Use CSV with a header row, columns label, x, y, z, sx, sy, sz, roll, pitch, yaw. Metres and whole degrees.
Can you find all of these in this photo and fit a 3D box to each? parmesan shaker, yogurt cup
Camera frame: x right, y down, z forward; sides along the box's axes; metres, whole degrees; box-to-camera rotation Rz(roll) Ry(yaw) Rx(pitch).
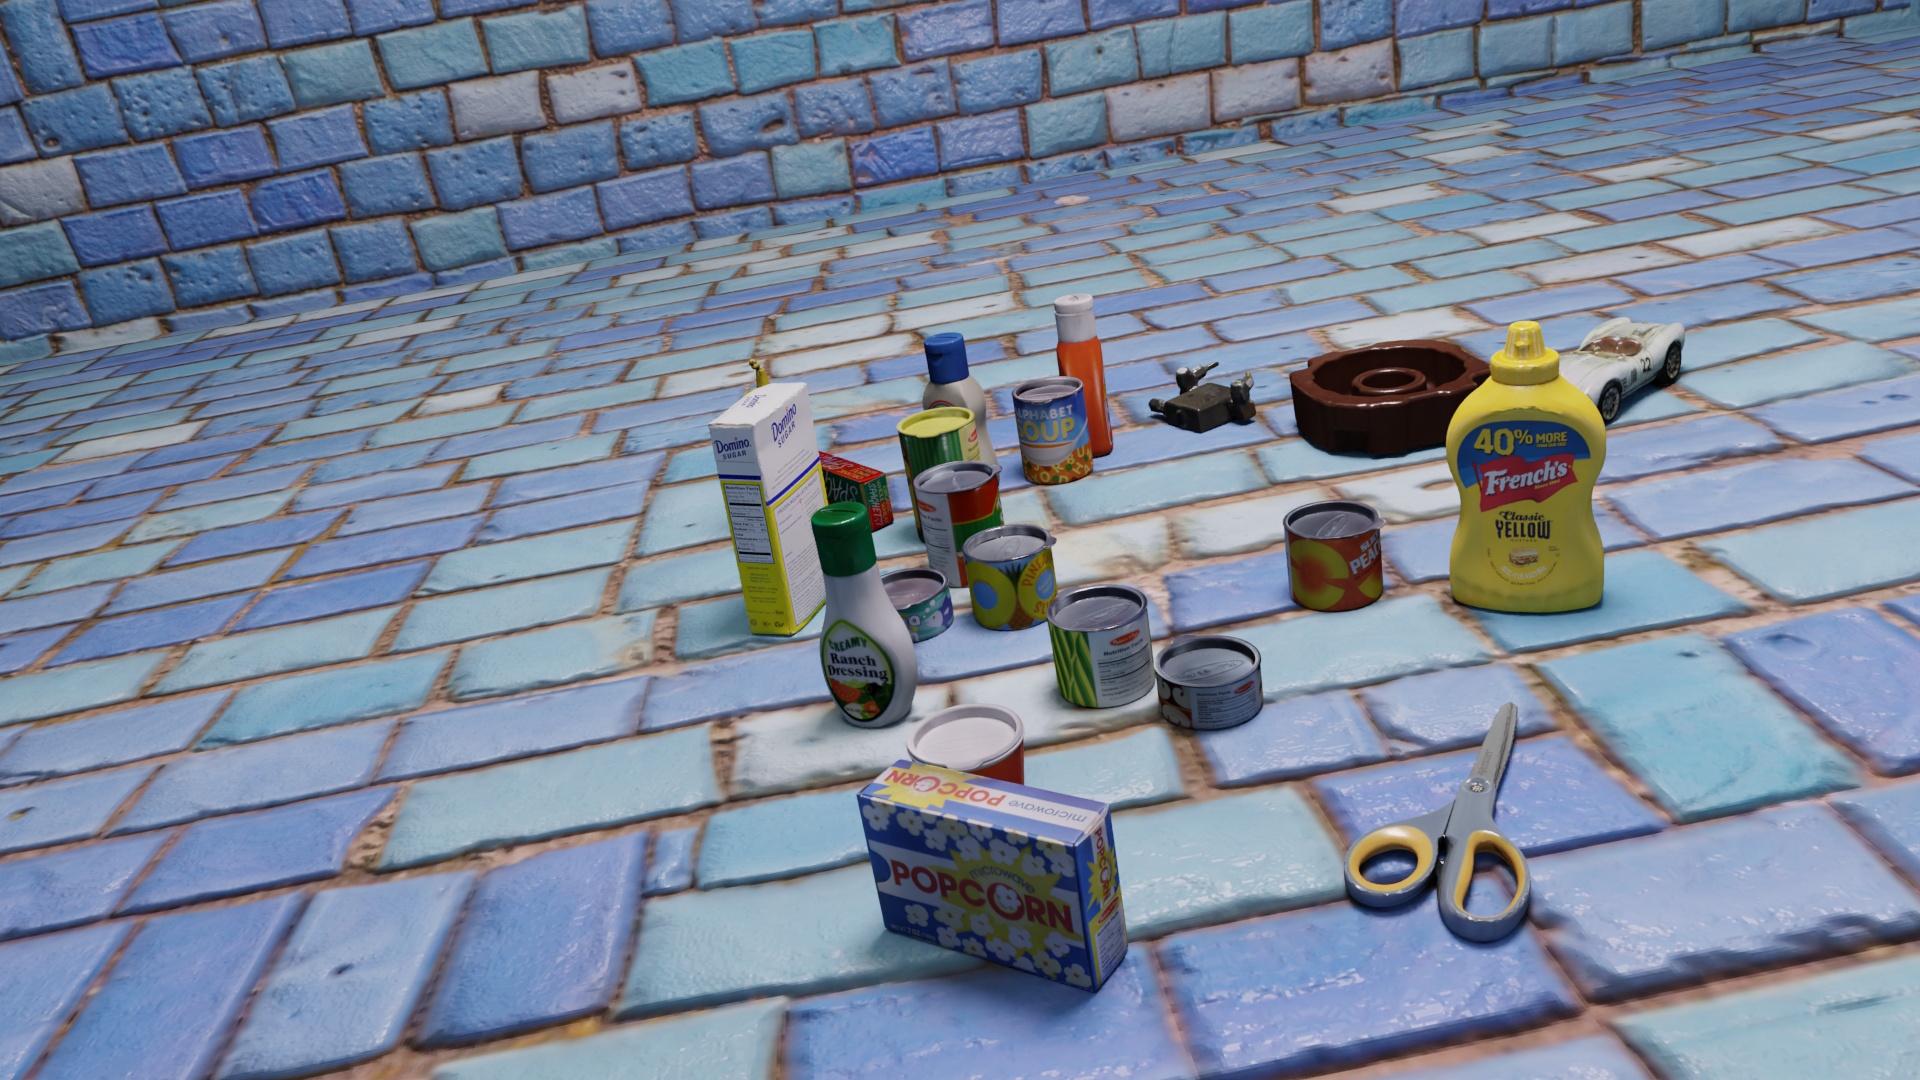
label,x,y,z,sx,sy,sz,roll,pitch,yaw
parmesan shaker,-0.014,-0.053,1.180,0.071,0.102,0.071,-8,23,4
yogurt cup,0.006,0.133,0.799,0.072,0.053,0.073,-8,23,4

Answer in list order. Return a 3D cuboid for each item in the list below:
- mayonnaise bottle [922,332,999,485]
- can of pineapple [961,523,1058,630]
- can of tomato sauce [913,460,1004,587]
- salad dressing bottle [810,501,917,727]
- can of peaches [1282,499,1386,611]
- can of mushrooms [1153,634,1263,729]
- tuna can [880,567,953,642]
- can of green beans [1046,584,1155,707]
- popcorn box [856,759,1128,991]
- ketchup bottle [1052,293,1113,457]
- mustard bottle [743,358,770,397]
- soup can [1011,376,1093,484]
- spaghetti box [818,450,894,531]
label,x,y,z,sx,sy,sz,roll,pitch,yaw
mayonnaise bottle,-0.005,-0.113,1.258,0.065,0.147,0.041,5,27,33
can of pineapple,0.039,0.027,1.029,0.071,0.057,0.071,-8,23,4
can of tomato sauce,0.004,-0.014,1.106,0.071,0.082,0.071,-8,23,4
salad dressing bottle,-0.066,0.048,0.905,0.064,0.147,0.044,2,25,26
can of peaches,0.265,0.011,0.977,0.071,0.057,0.071,-8,23,4
can of mushrooms,0.155,0.087,0.872,0.071,0.033,0.071,-8,23,4
tuna can,-0.039,0.050,1.039,0.071,0.032,0.071,-8,23,4
can of green beans,0.093,0.069,0.910,0.071,0.057,0.071,-8,23,4
popcorn box,0.016,0.162,0.685,0.126,0.085,0.038,6,27,33
ketchup bottle,0.115,-0.156,1.312,0.043,0.148,0.065,-9,22,1
mustard bottle,-0.164,-0.087,1.247,0.049,0.159,0.065,-28,29,-37
soup can,0.084,-0.100,1.275,0.071,0.083,0.071,-8,23,4
spaghetti box,-0.145,-0.061,1.318,0.029,0.050,0.250,-24,27,-31
